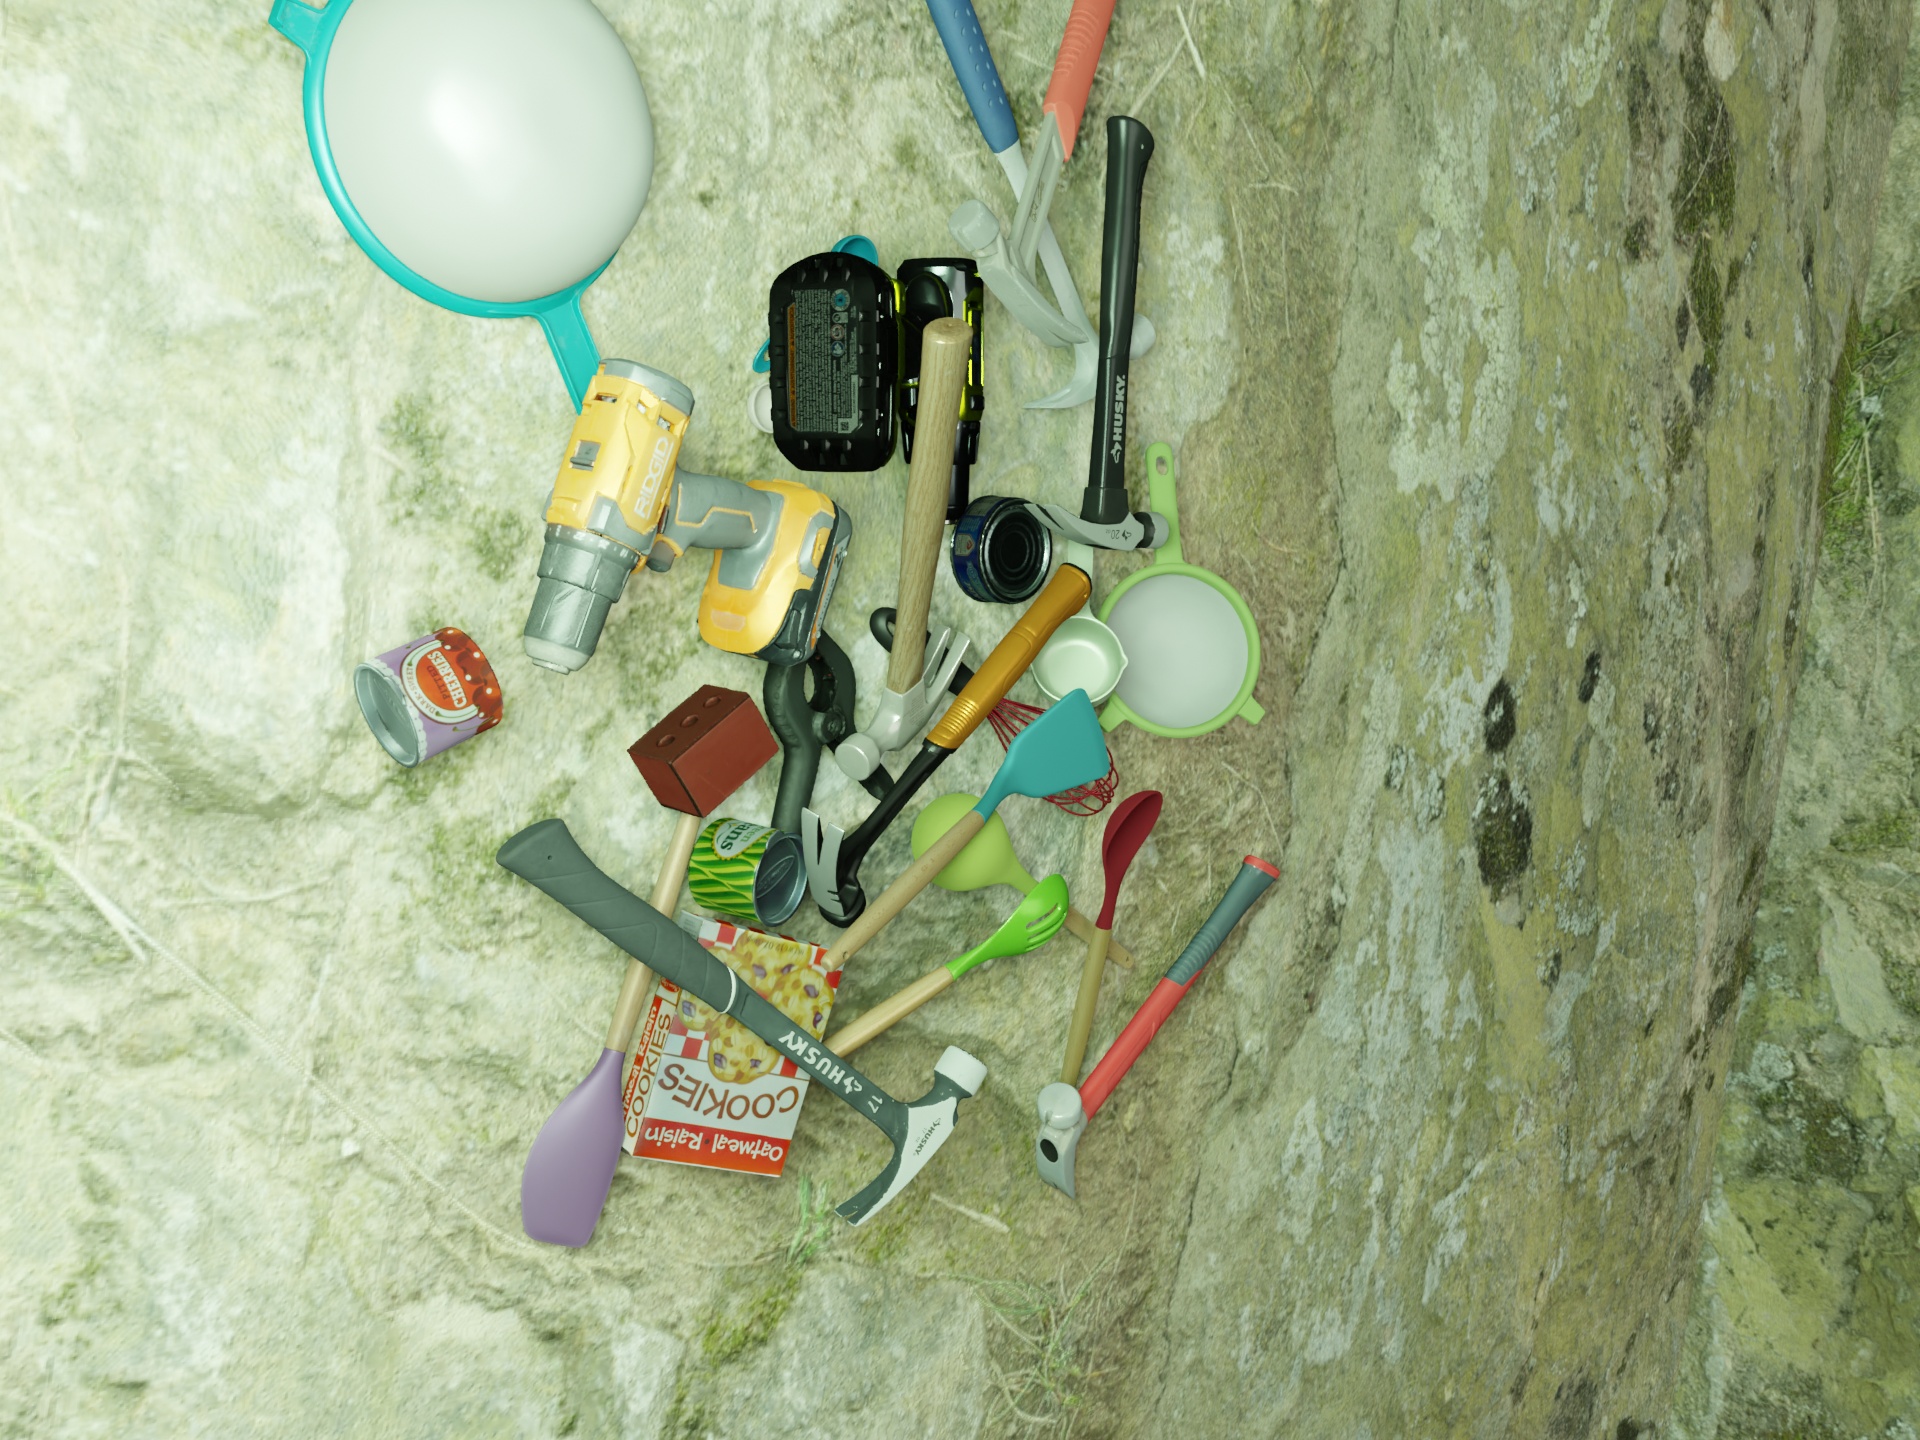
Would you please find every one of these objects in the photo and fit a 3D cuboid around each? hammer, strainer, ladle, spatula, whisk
[{"bbox_3d":[-0.150,0.198,1.081,0.408,0.036,0.149,44,72,-29],"label":"hammer"},{"bbox_3d":[0.175,-0.110,1.386,0.151,0.069,0.256,-3,85,-12],"label":"strainer"},{"bbox_3d":[0.119,-0.303,1.259,0.146,0.035,0.334,-5,100,-45],"label":"hammer"},{"bbox_3d":[0.189,0.267,1.475,0.386,0.038,0.143,-45,146,-35],"label":"hammer"},{"bbox_3d":[-0.025,-0.116,1.077,0.130,0.031,0.331,-43,152,-44],"label":"hammer"},{"bbox_3d":[-0.232,-0.283,0.927,0.211,0.095,0.340,-36,120,-34],"label":"strainer"},{"bbox_3d":[0.086,-0.466,1.200,0.149,0.037,0.359,35,64,-46],"label":"hammer"},{"bbox_3d":[-0.002,-0.004,1.167,0.337,0.034,0.127,-51,157,-28],"label":"hammer"},{"bbox_3d":[0.120,0.201,1.375,0.069,0.031,0.315,-11,118,-49],"label":"ladle"},{"bbox_3d":[-0.228,0.197,1.075,0.059,0.018,0.316,21,81,-21],"label":"spatula"},{"bbox_3d":[0.036,-0.423,1.205,0.144,0.035,0.405,-47,127,-28],"label":"hammer"},{"bbox_3d":[0.005,0.087,1.190,0.317,0.044,0.082,-42,123,-39],"label":"spatula"},{"bbox_3d":[0.032,-0.006,1.269,0.295,0.073,0.073,37,72,-35],"label":"whisk"},{"bbox_3d":[0.064,0.150,1.348,0.319,0.062,0.078,41,68,-48],"label":"ladle"}]

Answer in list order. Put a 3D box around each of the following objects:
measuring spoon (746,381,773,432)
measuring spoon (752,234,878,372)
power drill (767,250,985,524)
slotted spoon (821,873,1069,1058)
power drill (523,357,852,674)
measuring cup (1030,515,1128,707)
[{"bbox_3d":[-0.108,-0.235,1.119,0.124,0.018,0.034,-39,123,-41],"label":"measuring spoon"},{"bbox_3d":[-0.107,-0.290,1.109,0.128,0.021,0.042,-50,141,-15],"label":"measuring spoon"},{"bbox_3d":[-0.044,-0.227,1.096,0.228,0.080,0.190,-24,116,-66],"label":"power drill"},{"bbox_3d":[-0.030,0.212,1.236,0.314,0.031,0.070,-29,140,-25],"label":"slotted spoon"},{"bbox_3d":[-0.173,-0.098,0.998,0.226,0.084,0.185,27,78,-59],"label":"power drill"},{"bbox_3d":[0.098,-0.088,1.325,0.038,0.083,0.168,82,10,-72],"label":"measuring cup"}]
